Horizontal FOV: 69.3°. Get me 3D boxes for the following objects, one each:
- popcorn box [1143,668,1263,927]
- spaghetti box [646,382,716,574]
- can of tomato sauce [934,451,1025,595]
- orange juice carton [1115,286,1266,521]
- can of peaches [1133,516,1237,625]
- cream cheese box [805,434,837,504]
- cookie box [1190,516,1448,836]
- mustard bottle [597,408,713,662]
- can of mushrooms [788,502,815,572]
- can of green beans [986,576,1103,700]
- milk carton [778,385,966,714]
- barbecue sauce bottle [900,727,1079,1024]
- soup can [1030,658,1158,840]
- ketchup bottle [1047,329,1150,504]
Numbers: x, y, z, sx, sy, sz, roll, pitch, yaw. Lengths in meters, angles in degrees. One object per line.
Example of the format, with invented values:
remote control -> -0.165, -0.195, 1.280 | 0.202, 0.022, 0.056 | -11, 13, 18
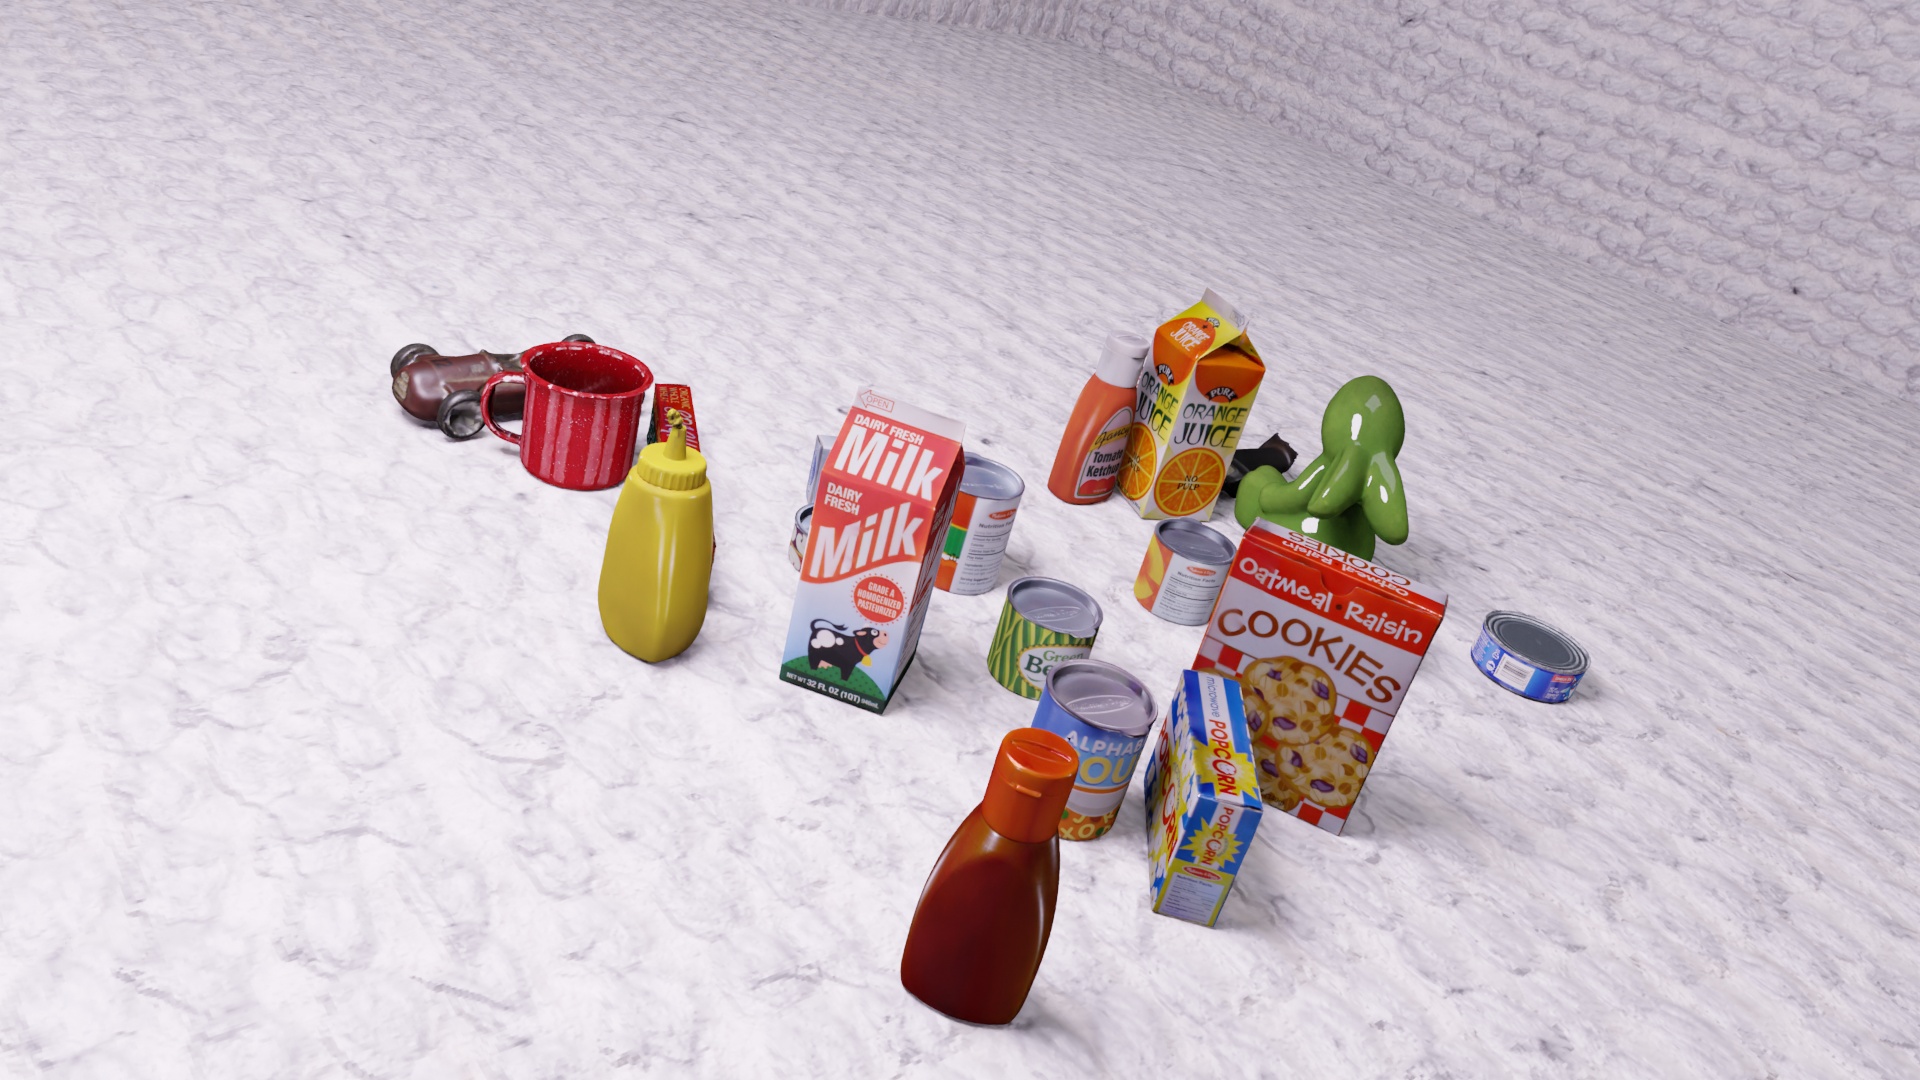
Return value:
popcorn box -> 0.136, 0.144, 0.797 | 0.038, 0.084, 0.127 | 15, 28, -3
spaghetti box -> -0.202, -0.040, 0.995 | 0.029, 0.050, 0.251 | 6, 29, -19
can of tomato sauce -> 0.004, -0.013, 1.017 | 0.071, 0.082, 0.071 | 12, 28, -7
orange juice carton -> 0.198, -0.116, 1.191 | 0.073, 0.191, 0.072 | 2, 30, -25
can of peaches -> 0.172, 0.023, 1.066 | 0.071, 0.057, 0.071 | 12, 28, -7
cream cheese box -> -0.065, -0.050, 1.081 | 0.104, 0.053, 0.024 | 5, 29, -19
cookie box -> 0.207, 0.084, 0.855 | 0.123, 0.166, 0.040 | 23, 28, 14
mustard bottle -> -0.177, -0.006, 0.828 | 0.065, 0.159, 0.049 | 30, 31, 25
can of mushrooms -> -0.088, 0.003, 0.993 | 0.071, 0.033, 0.071 | 12, 28, -7
can of green beans -> 0.056, 0.066, 0.928 | 0.071, 0.057, 0.071 | 12, 28, -7
milk carton -> -0.051, 0.002, 0.847 | 0.072, 0.189, 0.074 | 19, 28, 7
barbecue sauce bottle -> 0.018, 0.156, 0.645 | 0.065, 0.147, 0.044 | 19, 27, 6
soup can -> 0.071, 0.123, 0.803 | 0.071, 0.083, 0.072 | 12, 28, -7
ketchup bottle -> 0.120, -0.104, 1.176 | 0.065, 0.148, 0.043 | -10, 37, -40
